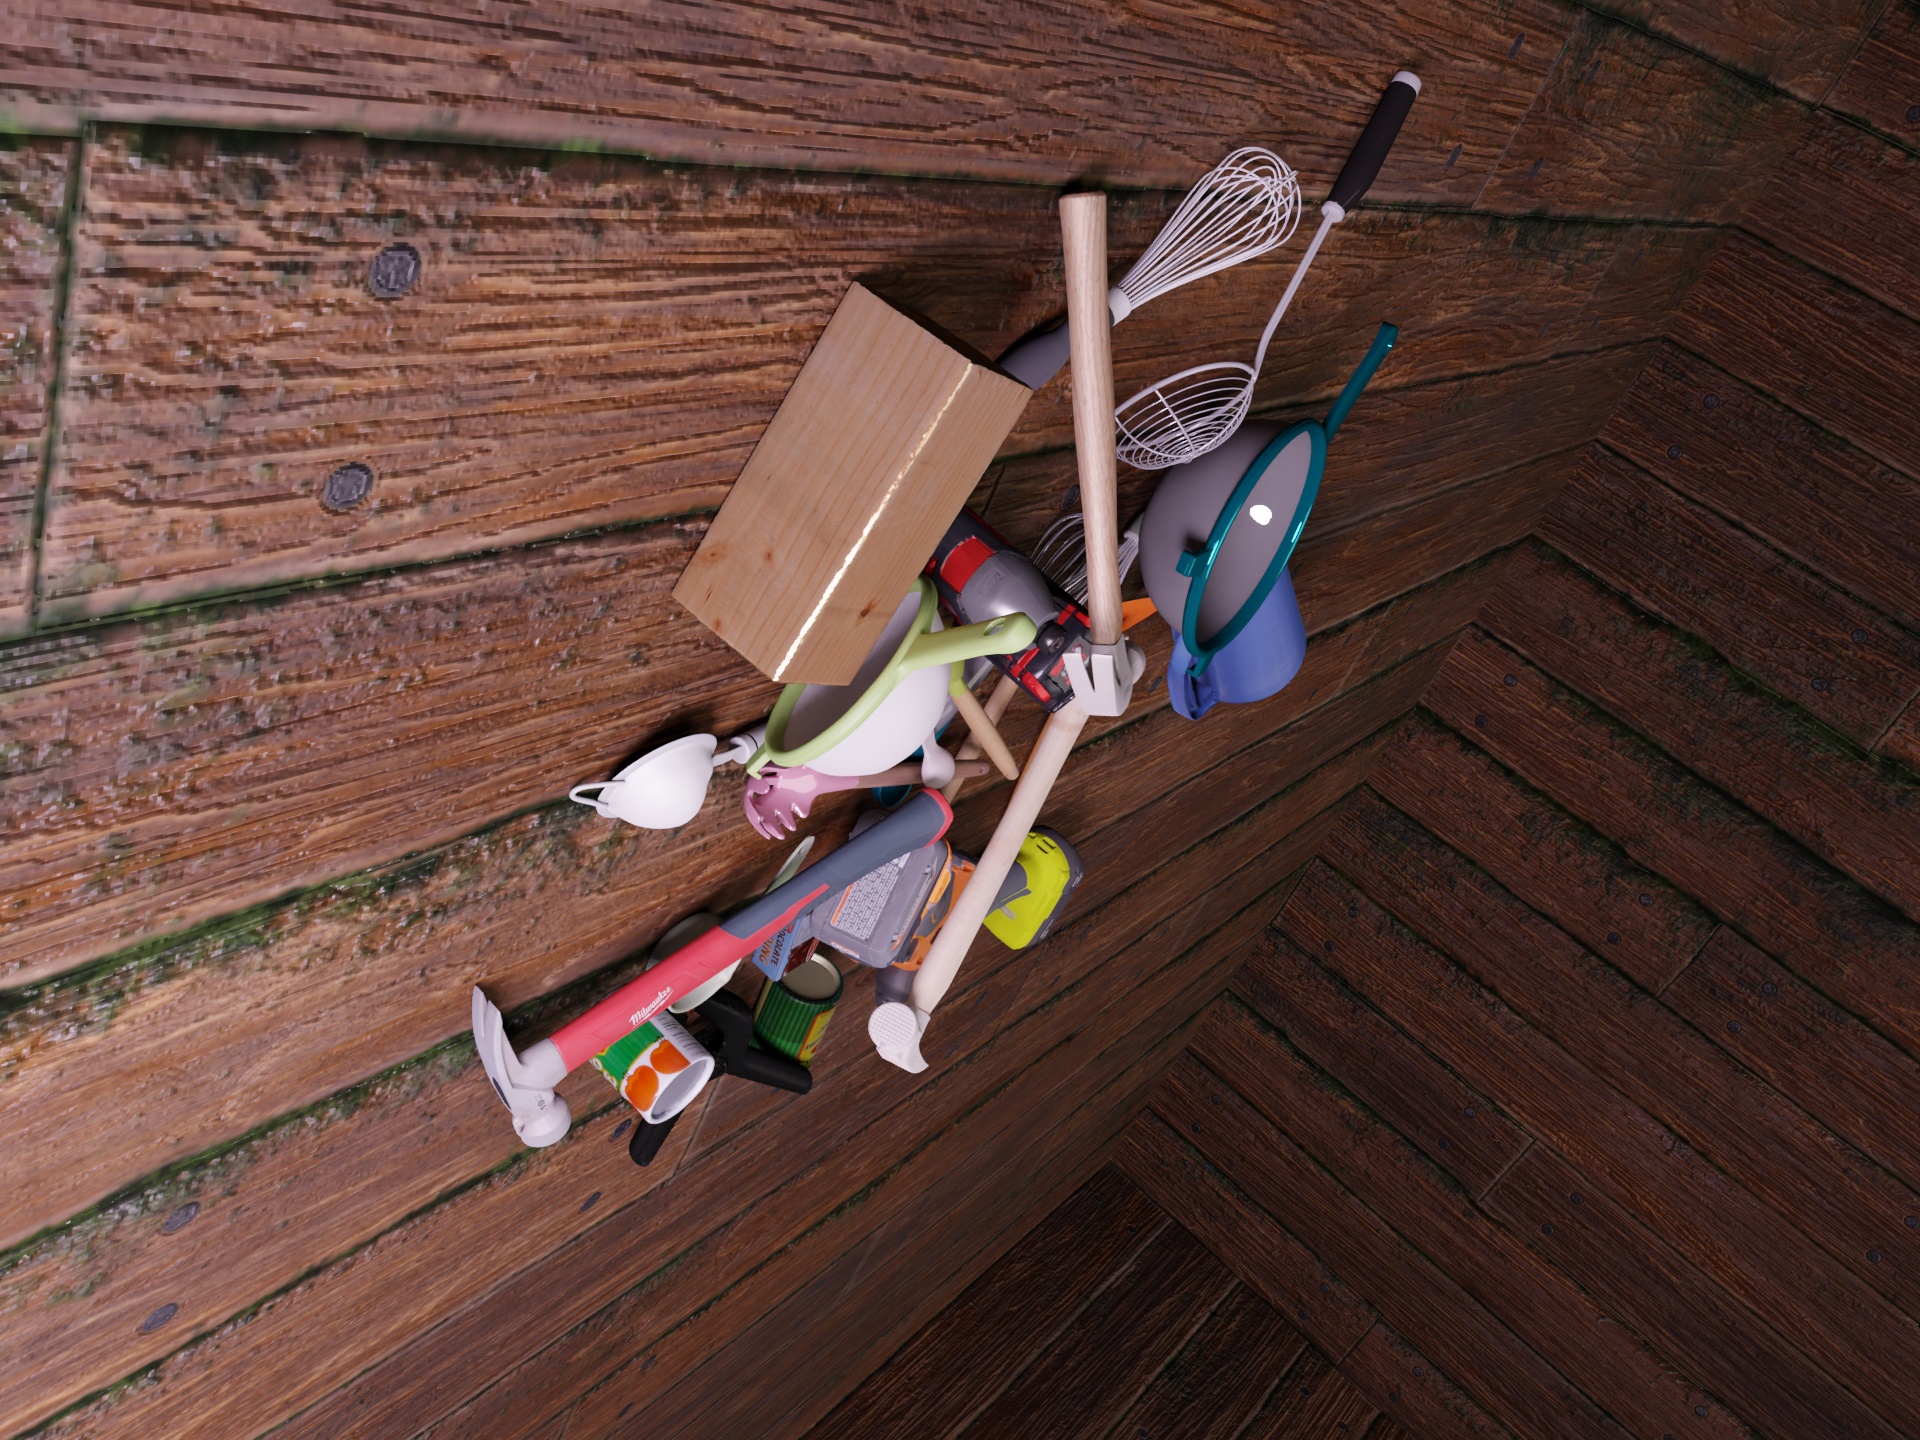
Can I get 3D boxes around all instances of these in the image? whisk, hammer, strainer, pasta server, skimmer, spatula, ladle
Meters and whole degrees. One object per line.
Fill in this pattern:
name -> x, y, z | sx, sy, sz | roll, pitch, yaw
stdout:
whisk -> 0.143, -0.147, 1.354 | 0.246, 0.059, 0.058 | -49, -164, -14
hammer -> -0.161, 0.144, 1.132 | 0.386, 0.038, 0.143 | -33, 138, -27
strainer -> 0.242, -0.214, 1.316 | 0.340, 0.095, 0.210 | -55, 158, -15
strainer -> -0.147, 0.022, 1.050 | 0.258, 0.050, 0.087 | -29, 166, -51
pasta server -> -0.062, 0.047, 1.227 | 0.316, 0.040, 0.060 | -3, 114, -56
hammer -> 0.086, -0.161, 1.006 | 0.130, 0.031, 0.331 | -53, 140, -65
whisk -> 0.125, -0.292, 1.061 | 0.284, 0.070, 0.070 | -39, 156, -17
skimmer -> 0.228, -0.347, 1.210 | 0.363, 0.090, 0.127 | -60, 168, -3
hammer -> 0.040, 0.102, 1.334 | 0.411, 0.038, 0.146 | -61, 166, -17
spatula -> 0.101, -0.005, 1.500 | 0.081, 0.041, 0.322 | -11, 140, -35
strainer -> -0.021, -0.022, 0.964 | 0.256, 0.069, 0.151 | -10, -136, 55
whisk -> 0.033, -0.070, 1.256 | 0.239, 0.055, 0.055 | -49, 159, 7
ladle -> -0.002, -0.004, 1.213 | 0.062, 0.078, 0.319 | -57, 156, -11

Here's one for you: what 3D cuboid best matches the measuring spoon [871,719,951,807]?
measuring spoon -> -0.034, 0.014, 1.301 | 0.129, 0.021, 0.042 | -55, 148, -14

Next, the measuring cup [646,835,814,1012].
measuring cup -> -0.174, 0.144, 1.199 | 0.167, 0.038, 0.083 | -52, 159, -3

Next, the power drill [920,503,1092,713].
power drill -> 0.034, -0.080, 1.106 | 0.078, 0.143, 0.219 | -49, 161, 3

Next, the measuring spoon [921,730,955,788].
measuring spoon -> -0.022, 0.003, 1.235 | 0.034, 0.018, 0.124 | -48, 139, -40

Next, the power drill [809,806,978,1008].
power drill -> -0.050, 0.172, 1.351 | 0.164, 0.084, 0.226 | -64, 161, -10

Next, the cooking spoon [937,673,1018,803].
cooking spoon -> -0.010, 0.059, 1.412 | 0.068, 0.017, 0.318 | -11, 136, -56

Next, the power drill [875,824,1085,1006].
power drill -> 0.014, 0.201, 1.617 | 0.228, 0.080, 0.190 | -15, 139, -53
